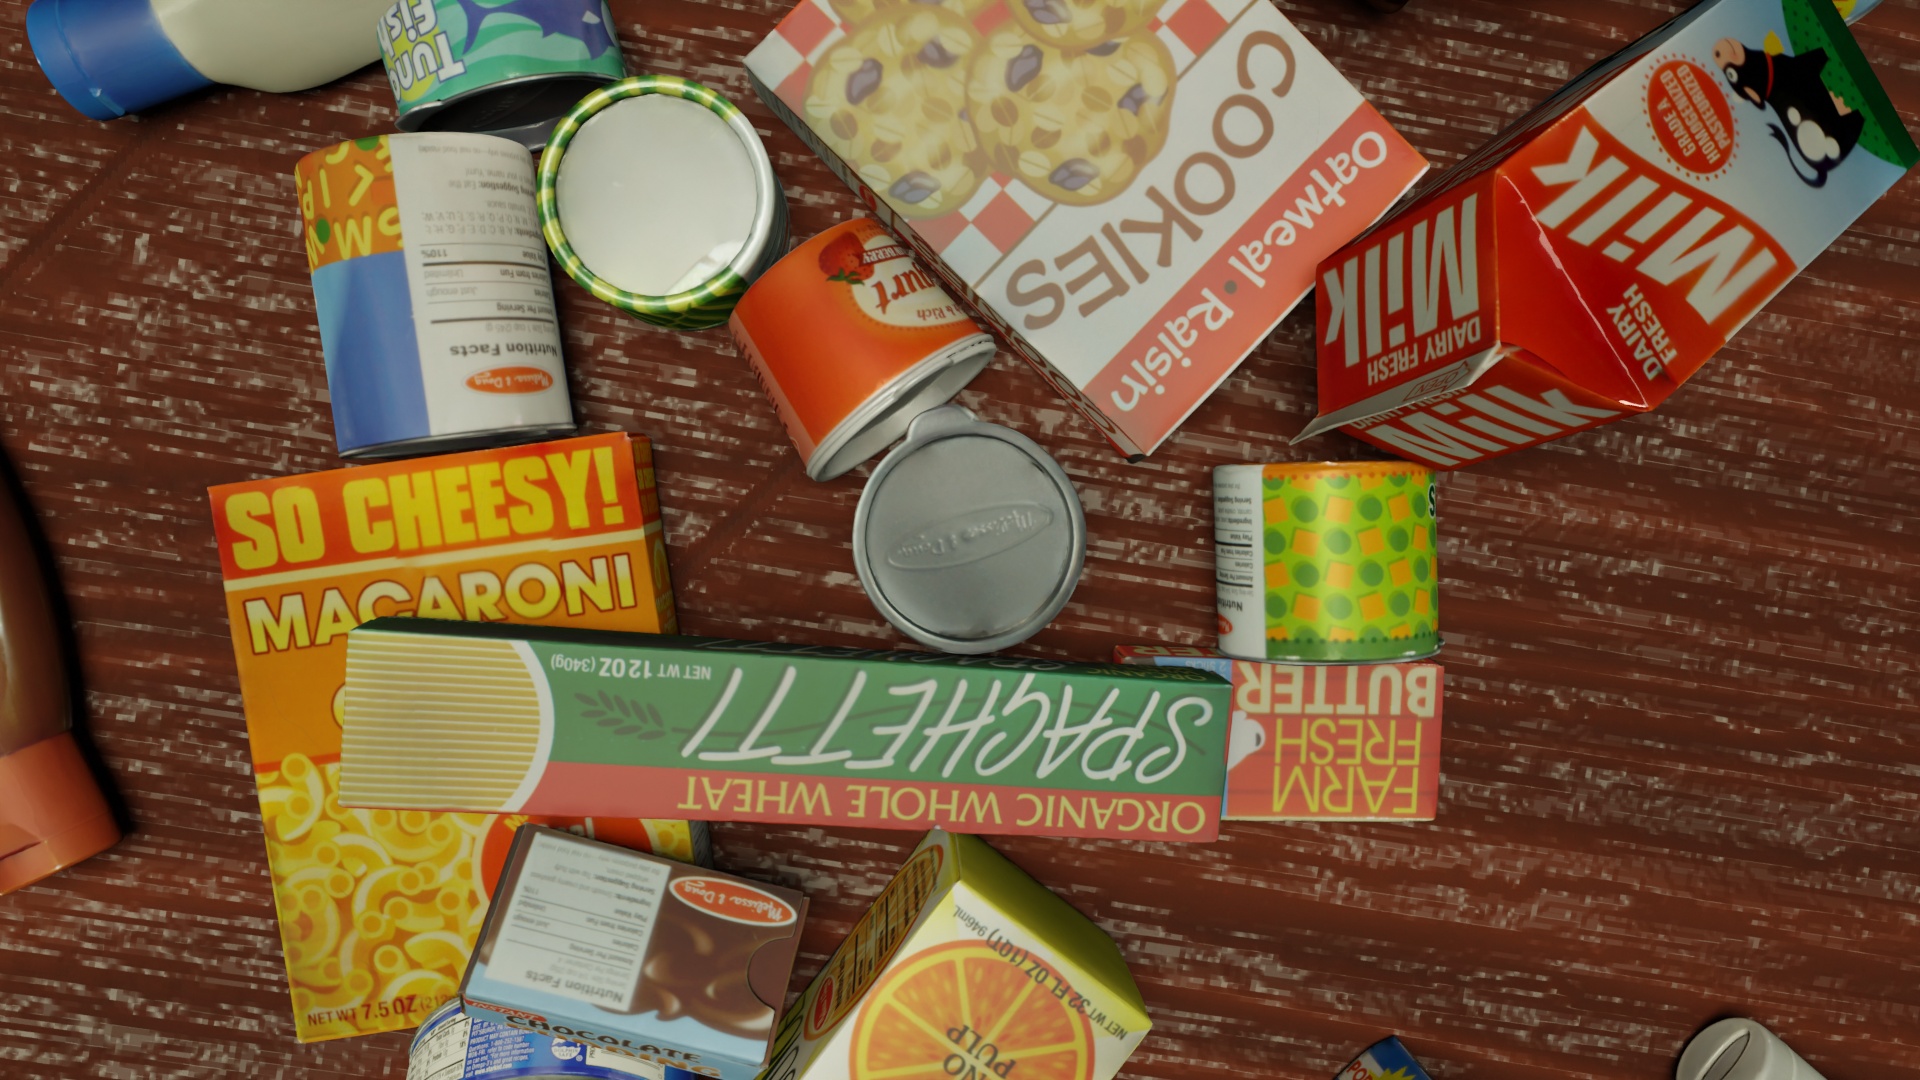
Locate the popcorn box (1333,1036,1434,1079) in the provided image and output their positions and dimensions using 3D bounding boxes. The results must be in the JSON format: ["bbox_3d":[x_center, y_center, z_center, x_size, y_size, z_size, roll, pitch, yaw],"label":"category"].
[{"bbox_3d":[0.171,0.226,0.427,0.038,0.085,0.126,-39,94,-1],"label":"popcorn box"}]

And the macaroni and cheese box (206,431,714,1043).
[{"bbox_3d":[-0.147,0.057,0.423,0.124,0.040,0.166,-8,94,-4],"label":"macaroni and cheese box"}]

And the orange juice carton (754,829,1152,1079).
[{"bbox_3d":[-0.033,0.186,0.420,0.072,0.073,0.192,38,91,-5],"label":"orange juice carton"}]

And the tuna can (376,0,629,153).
[{"bbox_3d":[-0.132,-0.136,0.399,0.071,0.071,0.033,-16,93,-2],"label":"tuna can"}]

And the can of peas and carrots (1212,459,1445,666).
[{"bbox_3d":[0.113,0.005,0.421,0.071,0.071,0.058,-2,93,-3],"label":"can of peas and carrots"}]

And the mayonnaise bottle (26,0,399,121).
[{"bbox_3d":[-0.188,-0.162,0.400,0.148,0.064,0.041,-18,73,2],"label":"mayonnaise bottle"}]

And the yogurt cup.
[{"bbox_3d":[-0.031,-0.058,0.412,0.072,0.072,0.054,-37,87,0],"label":"yogurt cup"}]

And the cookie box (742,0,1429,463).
[{"bbox_3d":[0.038,-0.125,0.424,0.167,0.040,0.123,44,90,-3],"label":"cookie box"}]

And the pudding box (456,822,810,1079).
[{"bbox_3d":[-0.089,0.115,0.384,0.084,0.030,0.050,16,56,-7],"label":"pudding box"}]

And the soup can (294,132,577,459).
[{"bbox_3d":[-0.154,-0.068,0.405,0.071,0.071,0.083,-8,93,-2],"label":"soup can"}]

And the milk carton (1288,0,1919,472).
[{"bbox_3d":[0.171,-0.082,0.383,0.191,0.072,0.073,-36,95,-24],"label":"milk carton"}]

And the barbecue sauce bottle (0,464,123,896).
[{"bbox_3d":[-0.300,0.031,0.412,0.065,0.043,0.148,-24,95,-3],"label":"barbecue sauce bottle"}]

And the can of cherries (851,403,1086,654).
[{"bbox_3d":[0.001,-0.005,0.419,0.071,0.058,0.071,0,94,-2],"label":"can of cherries"}]

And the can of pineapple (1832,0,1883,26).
[{"bbox_3d":[0.252,-0.194,0.418,0.058,0.071,0.071,21,92,-4],"label":"can of pineapple"}]

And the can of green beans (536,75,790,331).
[{"bbox_3d":[-0.085,-0.097,0.409,0.071,0.058,0.071,0,93,-3],"label":"can of green beans"}]

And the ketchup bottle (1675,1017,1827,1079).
[{"bbox_3d":[0.303,0.217,0.454,0.149,0.043,0.065,40,90,-4],"label":"ketchup bottle"}]

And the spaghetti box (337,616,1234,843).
[{"bbox_3d":[-0.044,0.055,0.398,0.250,0.029,0.050,4,93,-8],"label":"spaghetti box"}]

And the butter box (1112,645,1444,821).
[{"bbox_3d":[0.100,0.062,0.445,0.103,0.024,0.053,1,94,-3],"label":"butter box"}]
